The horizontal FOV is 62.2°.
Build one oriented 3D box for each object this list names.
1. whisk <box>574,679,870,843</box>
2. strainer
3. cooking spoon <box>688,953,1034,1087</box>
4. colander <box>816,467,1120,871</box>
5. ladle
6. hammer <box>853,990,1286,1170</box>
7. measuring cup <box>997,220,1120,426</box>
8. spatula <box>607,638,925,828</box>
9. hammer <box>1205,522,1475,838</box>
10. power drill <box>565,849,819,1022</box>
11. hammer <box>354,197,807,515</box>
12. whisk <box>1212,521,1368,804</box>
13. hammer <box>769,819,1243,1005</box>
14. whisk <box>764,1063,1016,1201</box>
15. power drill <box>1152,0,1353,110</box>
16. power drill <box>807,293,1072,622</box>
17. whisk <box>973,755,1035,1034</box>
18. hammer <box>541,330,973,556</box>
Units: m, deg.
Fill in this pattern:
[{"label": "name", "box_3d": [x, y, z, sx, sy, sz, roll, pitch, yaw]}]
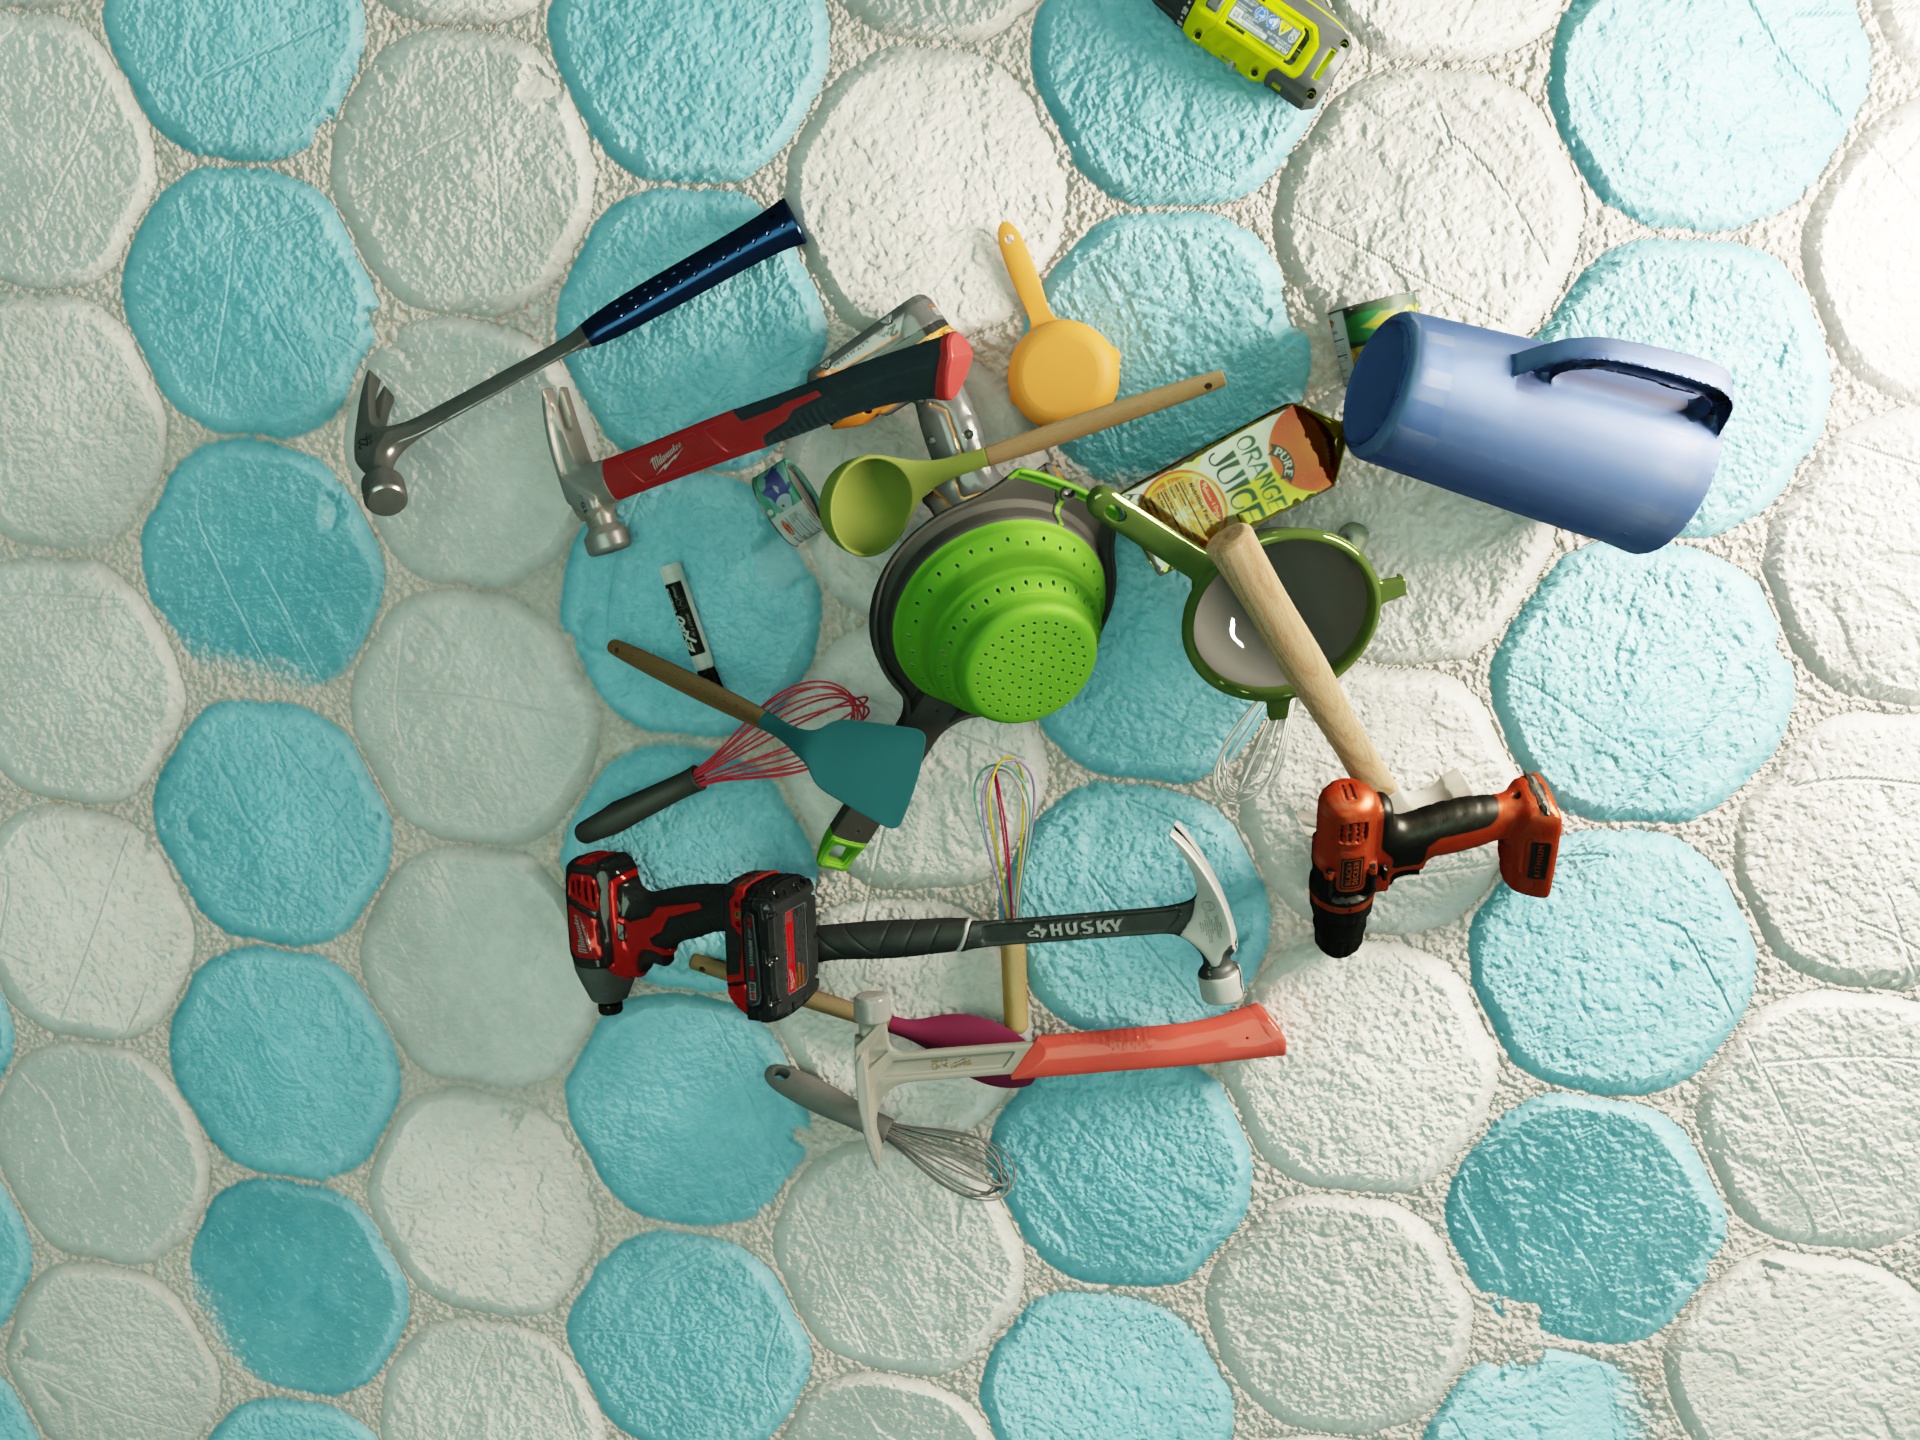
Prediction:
[{"label": "whisk", "box_3d": [-0.206, 0.041, 1.343, 0.296, 0.073, 0.073, -25, 96, 17]}, {"label": "strainer", "box_3d": [0.194, -0.116, 1.192, 0.256, 0.069, 0.151, 29, 118, -22]}, {"label": "cooking spoon", "box_3d": [-0.086, 0.256, 1.380, 0.319, 0.017, 0.068, 17, 119, 7]}, {"label": "colander", "box_3d": [-0.002, -0.004, 1.253, 0.204, 0.095, 0.397, 17, 119, -32]}, {"label": "ladle", "box_3d": [0.046, -0.201, 1.193, 0.320, 0.062, 0.078, -18, 124, 6]}, {"label": "hammer", "box_3d": [0.091, 0.289, 1.333, 0.359, 0.037, 0.149, -5, 96, 2]}, {"label": "measuring cup", "box_3d": [0.064, -0.309, 1.244, 0.095, 0.052, 0.173, -21, 99, 11]}, {"label": "spatula", "box_3d": [-0.170, -0.008, 1.287, 0.318, 0.044, 0.082, 25, 105, 31]}, {"label": "hammer", "box_3d": [0.272, -0.018, 1.206, 0.130, 0.031, 0.331, -30, 123, 14]}, {"label": "power drill", "box_3d": [-0.235, 0.189, 1.348, 0.220, 0.078, 0.143, 2, 100, 23]}, {"label": "hammer", "box_3d": [-0.312, -0.310, 1.283, 0.405, 0.035, 0.144, -27, 54, 5]}, {"label": "whisk", "box_3d": [0.265, -0.044, 1.270, 0.059, 0.058, 0.246, 18, 100, -31]}, {"label": "hammer", "box_3d": [0.020, 0.171, 1.311, 0.409, 0.036, 0.149, -7, 105, 19]}, {"label": "whisk", "box_3d": [-0.063, 0.355, 1.387, 0.239, 0.055, 0.055, 24, 102, 8]}, {"label": "power drill", "box_3d": [0.242, -0.592, 1.159, 0.190, 0.080, 0.228, 35, 105, 0]}, {"label": "power drill", "box_3d": [-0.031, -0.198, 1.267, 0.185, 0.084, 0.226, -33, 99, 13]}, {"label": "whisk", "box_3d": [0.039, 0.149, 1.336, 0.051, 0.047, 0.245, -1, 103, 7]}, {"label": "hammer", "box_3d": [-0.165, -0.242, 1.231, 0.386, 0.038, 0.143, -13, 98, 30]}]
